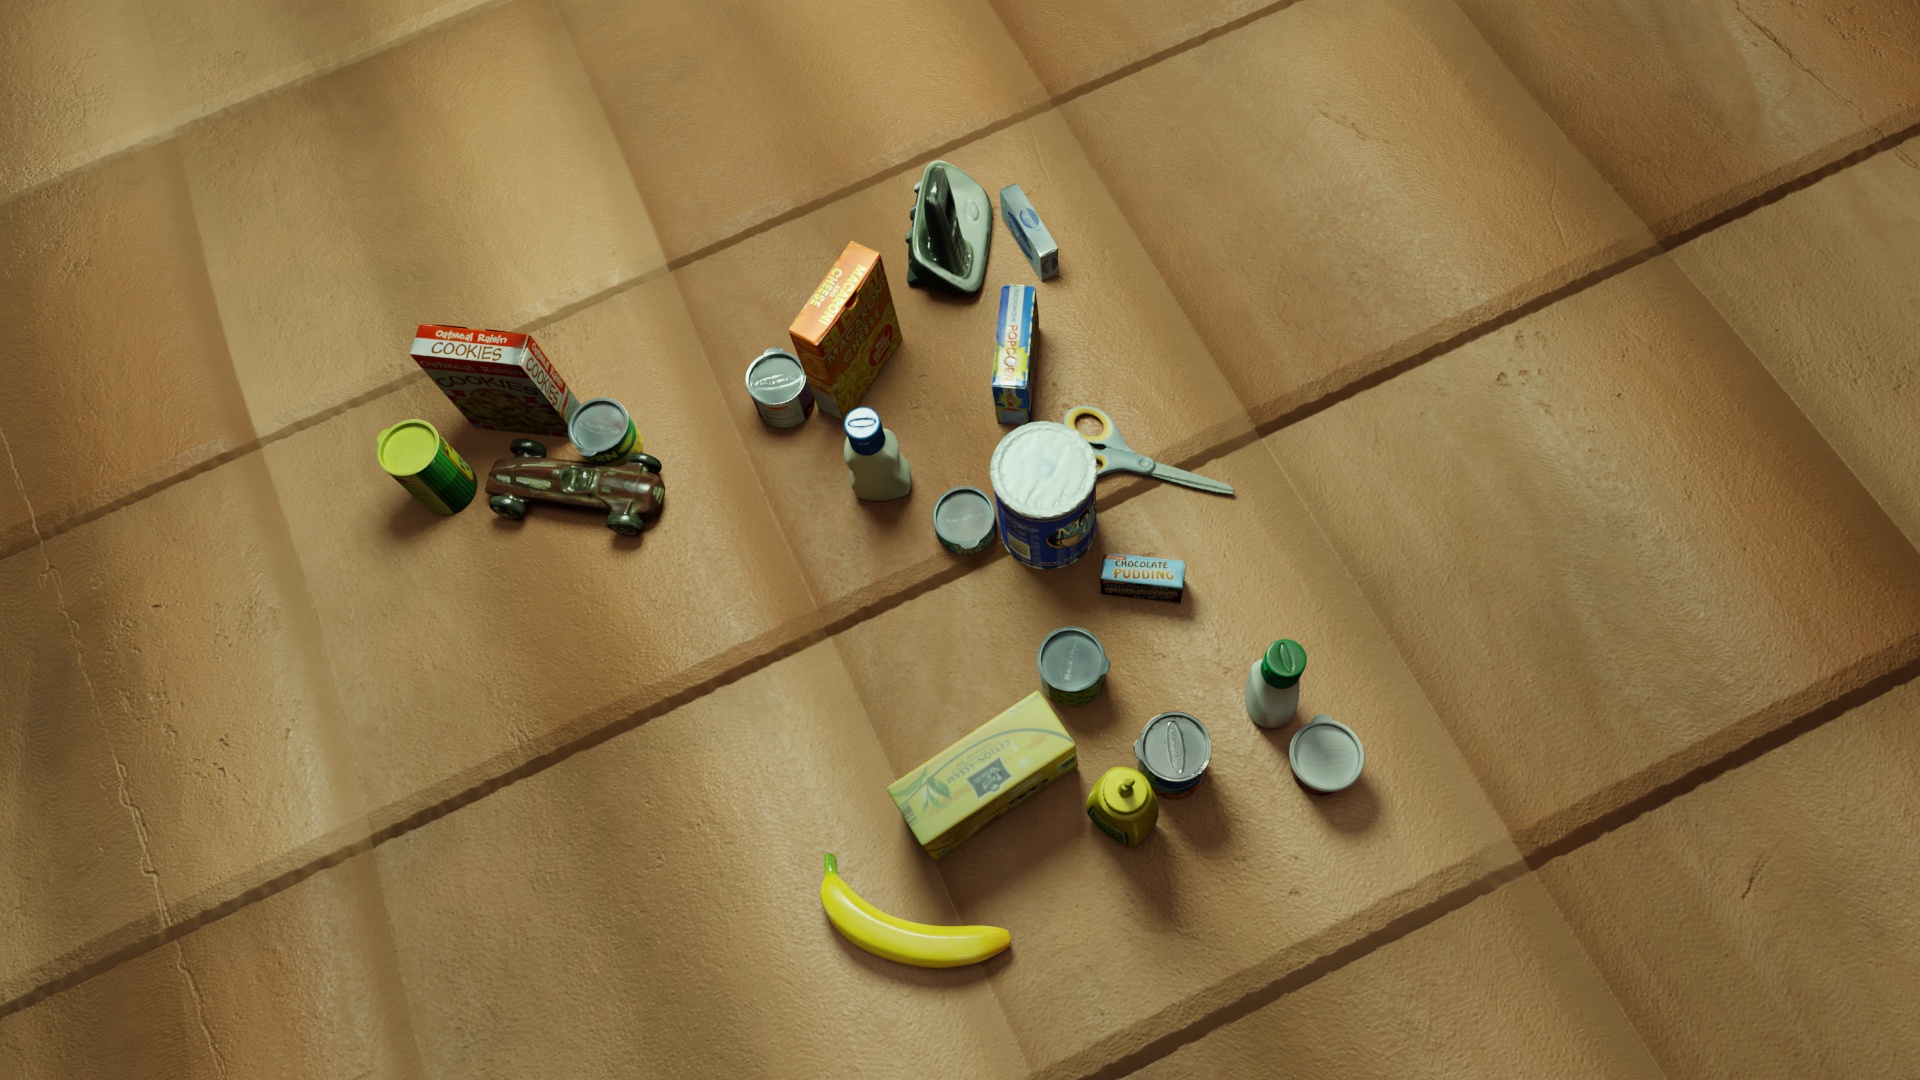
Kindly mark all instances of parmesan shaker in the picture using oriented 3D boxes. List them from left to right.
[{"bbox_3d":[-0.572,-0.079,1.490,0.071,0.102,0.071,-2,67,5],"label":"parmesan shaker"}]

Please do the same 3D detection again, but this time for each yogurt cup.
[{"bbox_3d":[0.342,0.208,1.308,0.072,0.053,0.072,-2,67,5],"label":"yogurt cup"}]

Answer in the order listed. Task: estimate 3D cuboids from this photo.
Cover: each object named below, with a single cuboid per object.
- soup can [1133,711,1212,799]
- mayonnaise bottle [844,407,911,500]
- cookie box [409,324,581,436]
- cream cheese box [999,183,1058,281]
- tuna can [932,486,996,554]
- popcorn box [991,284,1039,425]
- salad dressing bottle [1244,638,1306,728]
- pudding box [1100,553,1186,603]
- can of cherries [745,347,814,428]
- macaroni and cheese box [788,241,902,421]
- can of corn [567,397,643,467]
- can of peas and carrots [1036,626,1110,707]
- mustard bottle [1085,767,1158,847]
[{"bbox_3d":[0.198,0.204,1.307,0.071,0.083,0.071,-2,67,5],"label":"soup can"},{"bbox_3d":[-0.089,-0.087,1.424,0.065,0.147,0.041,-4,67,4],"label":"mayonnaise bottle"},{"bbox_3d":[-0.492,-0.169,1.486,0.123,0.167,0.040,6,68,8],"label":"cookie box"},{"bbox_3d":[0.078,-0.348,1.571,0.024,0.053,0.104,-26,67,-5],"label":"cream cheese box"},{"bbox_3d":[0.005,-0.018,1.448,0.071,0.032,0.071,-2,67,5],"label":"tuna can"},{"bbox_3d":[0.060,-0.199,1.492,0.038,0.085,0.127,3,67,7],"label":"popcorn box"},{"bbox_3d":[0.294,0.132,1.294,0.044,0.147,0.064,-11,67,1],"label":"salad dressing bottle"},{"bbox_3d":[0.184,0.038,1.398,0.084,0.049,0.030,6,68,8],"label":"pudding box"},{"bbox_3d":[-0.196,-0.166,1.516,0.071,0.058,0.072,-2,67,5],"label":"can of cherries"},{"bbox_3d":[-0.118,-0.219,1.473,0.040,0.166,0.124,27,72,15],"label":"macaroni and cheese box"},{"bbox_3d":[-0.386,-0.111,1.510,0.071,0.058,0.071,-2,67,5],"label":"can of corn"},{"bbox_3d":[0.111,0.125,1.363,0.071,0.058,0.071,-2,67,5],"label":"can of peas and carrots"},{"bbox_3d":[0.147,0.236,1.257,0.065,0.159,0.049,36,75,18],"label":"mustard bottle"}]
